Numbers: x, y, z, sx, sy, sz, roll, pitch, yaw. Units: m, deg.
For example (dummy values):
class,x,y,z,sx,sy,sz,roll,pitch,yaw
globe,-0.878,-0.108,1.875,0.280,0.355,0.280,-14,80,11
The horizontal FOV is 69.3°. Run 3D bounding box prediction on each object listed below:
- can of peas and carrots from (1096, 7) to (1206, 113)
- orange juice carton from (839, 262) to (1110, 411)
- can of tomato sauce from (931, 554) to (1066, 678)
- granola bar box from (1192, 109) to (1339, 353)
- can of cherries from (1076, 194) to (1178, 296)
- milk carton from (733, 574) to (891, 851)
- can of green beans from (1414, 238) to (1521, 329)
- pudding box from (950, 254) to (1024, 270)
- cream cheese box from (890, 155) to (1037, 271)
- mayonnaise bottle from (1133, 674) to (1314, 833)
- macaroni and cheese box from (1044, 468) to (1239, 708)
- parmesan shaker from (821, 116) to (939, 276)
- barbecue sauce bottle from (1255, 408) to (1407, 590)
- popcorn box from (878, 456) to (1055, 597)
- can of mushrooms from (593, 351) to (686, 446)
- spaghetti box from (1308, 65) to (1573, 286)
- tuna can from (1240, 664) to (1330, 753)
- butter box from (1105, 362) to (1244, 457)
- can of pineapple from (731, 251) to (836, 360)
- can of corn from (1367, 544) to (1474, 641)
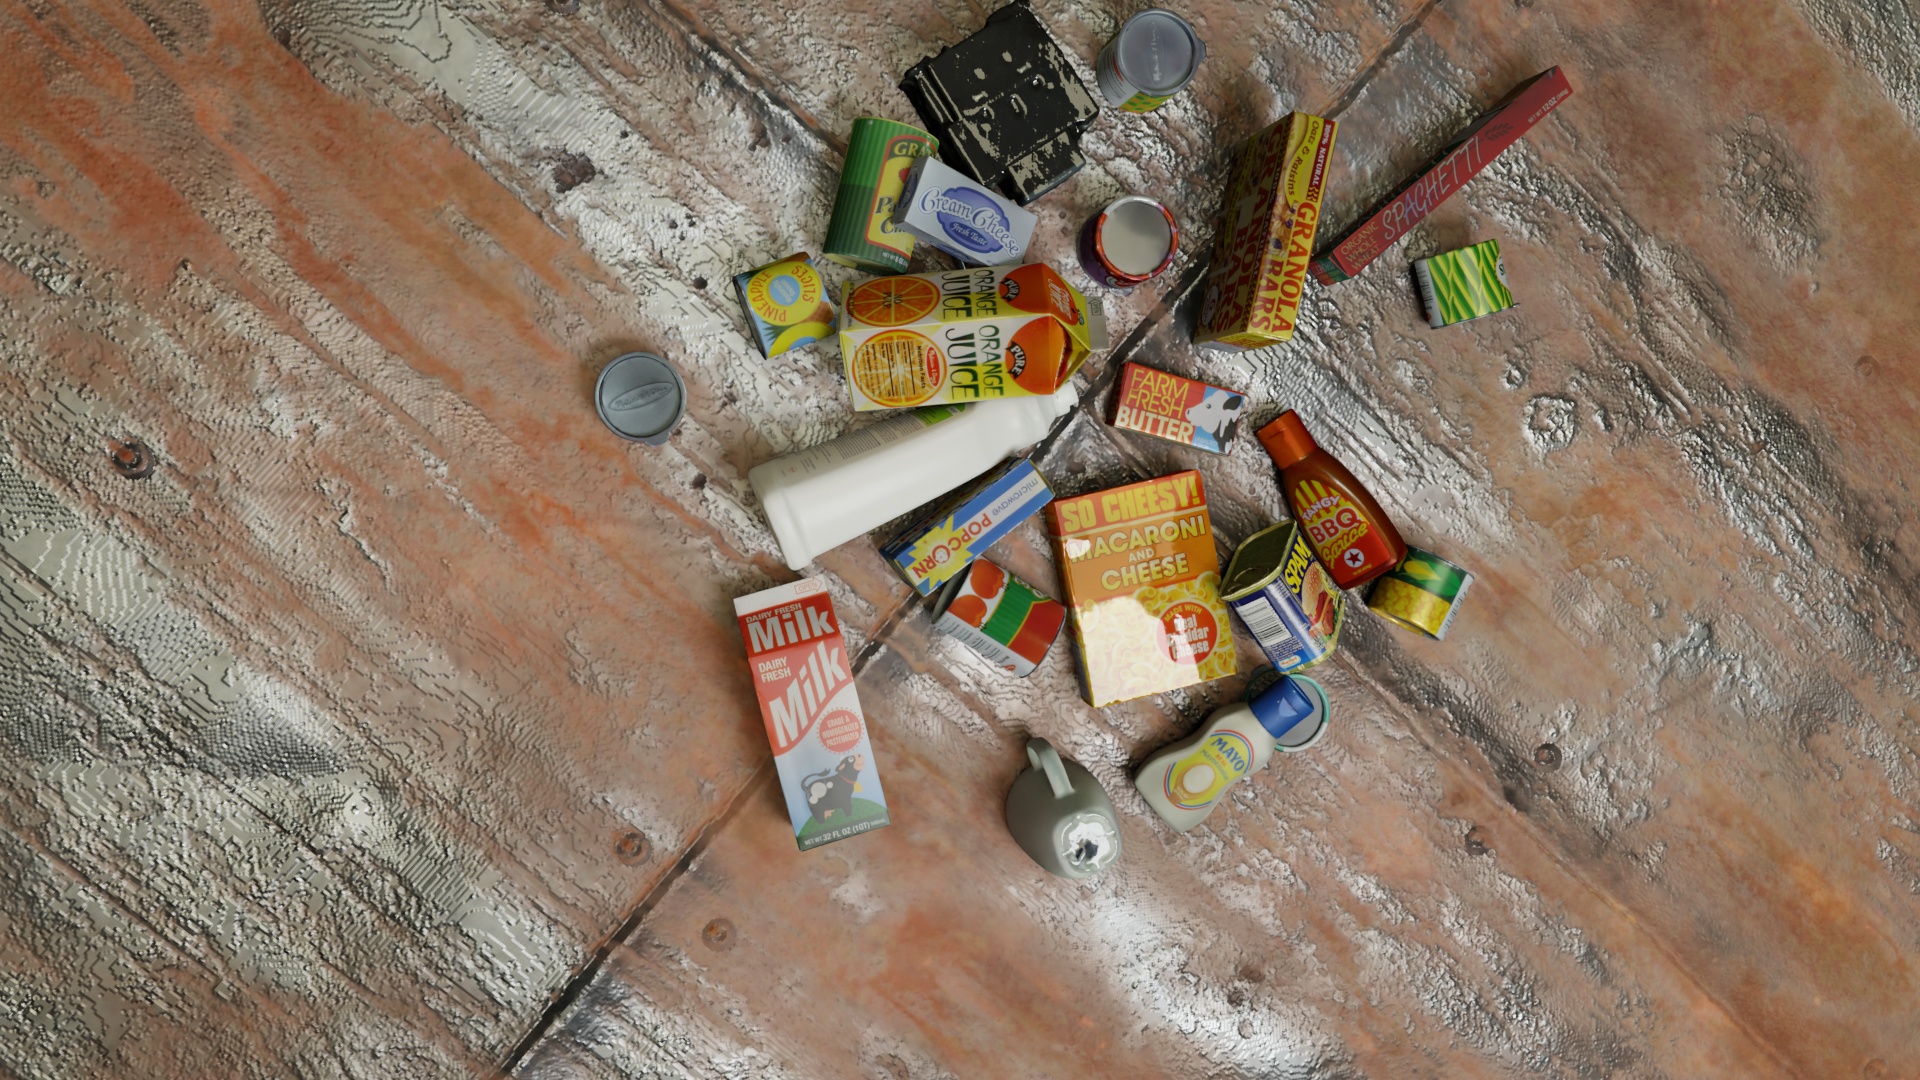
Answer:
class,x,y,z,sx,sy,sz,roll,pitch,yaw
can of peas and carrots,0.146,-0.370,1.073,0.071,0.059,0.071,-1,93,-11
orange juice carton,0.012,-0.152,1.021,0.193,0.072,0.072,-5,131,2
can of tomato sauce,0.030,0.055,1.070,0.083,0.071,0.071,31,87,-10
granola bar box,0.231,-0.230,1.062,0.039,0.124,0.165,12,91,-9
can of cherries,0.130,-0.228,1.077,0.071,0.058,0.071,0,93,-10
milk carton,-0.113,0.126,1.043,0.072,0.073,0.190,-16,95,-9
can of green beans,0.408,-0.208,1.125,0.071,0.071,0.057,-17,95,-9
pudding box,0.022,-0.211,1.073,0.050,0.030,0.083,-20,96,-8
cream cheese box,0.004,-0.237,1.024,0.104,0.024,0.053,21,87,-31
mayonnaise bottle,0.210,0.164,1.097,0.148,0.041,0.065,-41,90,14
macaroni and cheese box,0.142,0.037,1.102,0.124,0.040,0.166,-13,95,-9
parmesan shaker,-0.058,-0.255,1.040,0.071,0.071,0.103,13,91,-11
barbecue sauce bottle,0.293,-0.036,1.117,0.064,0.044,0.148,-34,89,36
popcorn box,0.004,-0.013,1.051,0.127,0.085,0.038,-37,101,-7
can of mushrooms,-0.236,-0.103,1.029,0.071,0.033,0.071,-1,93,-11
spaghetti box,0.387,-0.294,1.125,0.250,0.050,0.028,-40,98,-6
tuna can,0.264,0.136,1.132,0.071,0.033,0.071,-1,93,-11
butter box,0.171,-0.104,1.108,0.103,0.024,0.053,14,91,-11
can of pineapple,-0.130,-0.174,1.027,0.058,0.071,0.071,-23,97,-9
can of corn,0.372,0.041,1.132,0.071,0.071,0.058,27,89,-11
